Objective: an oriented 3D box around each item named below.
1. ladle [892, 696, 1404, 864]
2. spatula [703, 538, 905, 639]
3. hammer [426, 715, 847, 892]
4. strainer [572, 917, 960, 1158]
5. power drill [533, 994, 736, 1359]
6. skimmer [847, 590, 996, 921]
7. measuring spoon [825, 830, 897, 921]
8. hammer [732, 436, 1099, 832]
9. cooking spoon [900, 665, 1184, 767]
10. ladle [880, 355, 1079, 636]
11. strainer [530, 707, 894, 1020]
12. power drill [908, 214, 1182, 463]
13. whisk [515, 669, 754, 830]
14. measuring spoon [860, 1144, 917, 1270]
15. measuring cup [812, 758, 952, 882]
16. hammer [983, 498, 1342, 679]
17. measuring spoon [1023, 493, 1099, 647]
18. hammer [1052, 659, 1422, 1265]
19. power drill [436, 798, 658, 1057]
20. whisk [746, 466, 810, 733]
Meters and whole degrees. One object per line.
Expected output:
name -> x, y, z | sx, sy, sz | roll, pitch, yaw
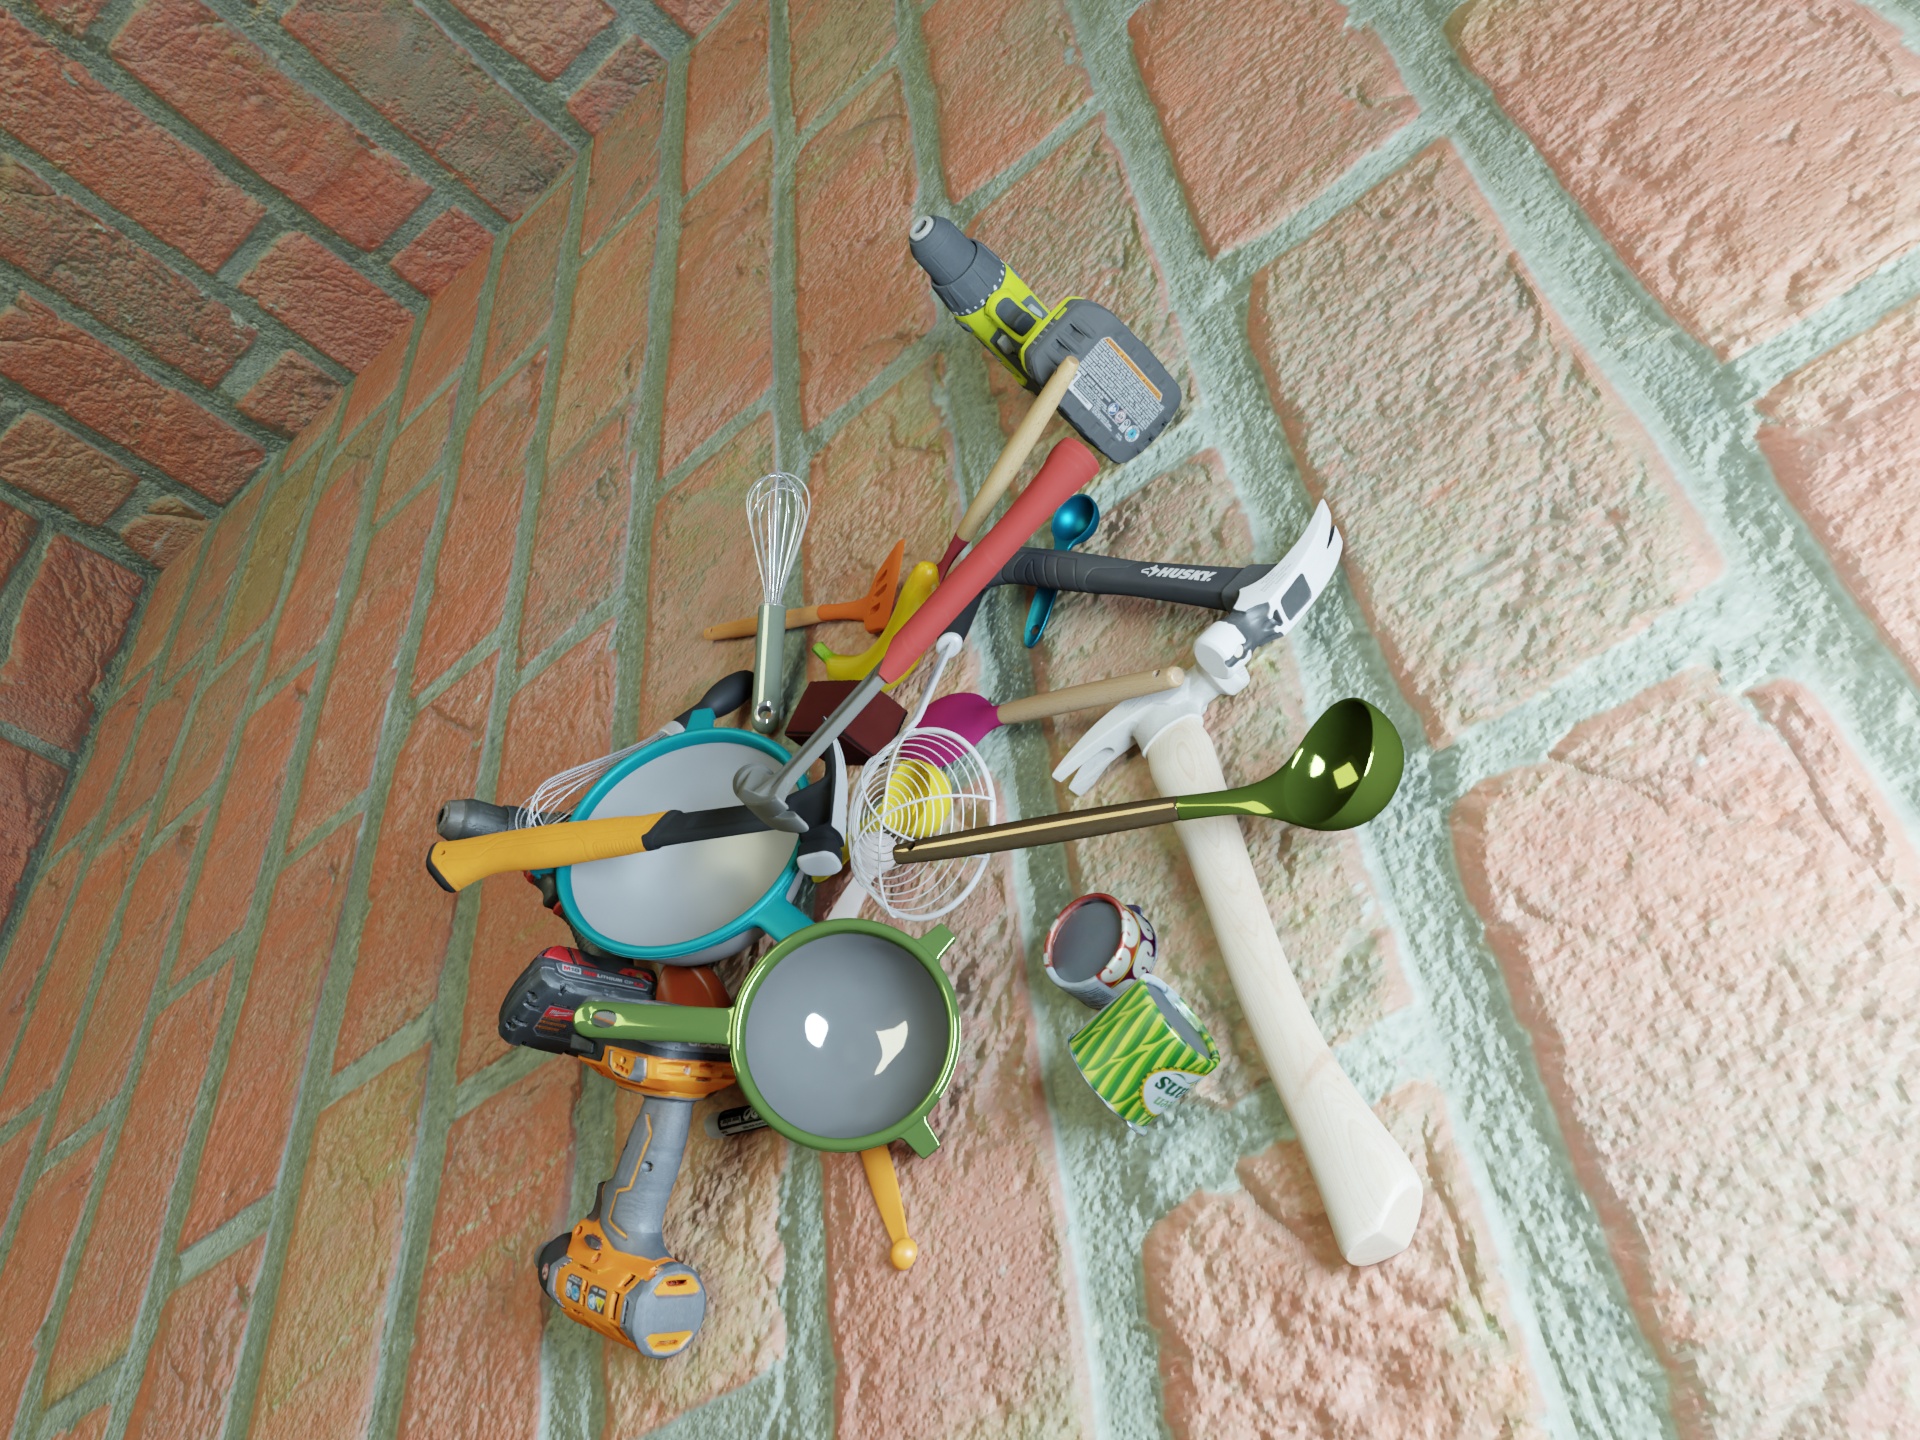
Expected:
ladle -> 0.099, 0.048, 0.930 | 0.320, 0.062, 0.078 | -11, 47, 23
spatula -> -0.146, -0.098, 1.439 | 0.323, 0.041, 0.081 | -6, 68, 47
hammer -> -0.249, 0.080, 1.217 | 0.337, 0.034, 0.127 | -9, 51, 11
strainer -> -0.125, 0.210, 1.059 | 0.256, 0.069, 0.152 | 2, 69, 6
power drill -> -0.237, 0.313, 1.124 | 0.164, 0.084, 0.226 | -1, 78, 44
skimmer -> -0.002, -0.004, 1.157 | 0.127, 0.090, 0.363 | -36, 18, 30
measuring spoon -> -0.082, 0.130, 1.138 | 0.034, 0.018, 0.124 | 15, 61, 23
hammer -> -0.024, -0.066, 1.135 | 0.359, 0.036, 0.149 | -48, 17, -11
cooking spoon -> 0.047, -0.008, 1.135 | 0.319, 0.017, 0.069 | -12, 50, 54
ladle -> 0.013, -0.163, 1.236 | 0.315, 0.031, 0.069 | 126, 158, -43
strainer -> -0.160, 0.144, 1.223 | 0.341, 0.095, 0.211 | 33, 68, 34
power drill -> 0.060, -0.309, 1.265 | 0.080, 0.190, 0.229 | -48, 40, 6
whisk -> -0.271, 0.030, 1.374 | 0.070, 0.070, 0.285 | -10, 23, 44
measuring spoon -> -0.050, 0.301, 1.021 | 0.021, 0.011, 0.117 | -43, 37, 13
measuring cup -> -0.060, 0.086, 1.210 | 0.156, 0.029, 0.062 | -41, 44, 36
hammer -> 0.117, -0.104, 1.119 | 0.146, 0.035, 0.335 | -43, 30, -22
measuring spoon -> 0.078, -0.113, 1.228 | 0.042, 0.021, 0.129 | 12, 79, 46
hammer -> 0.157, 0.125, 0.918 | 0.146, 0.038, 0.411 | -39, 38, 21
power drill -> -0.341, 0.160, 1.320 | 0.080, 0.187, 0.227 | -50, 37, 27
whisk -> -0.168, -0.109, 1.422 | 0.059, 0.058, 0.246 | 109, 164, -78
